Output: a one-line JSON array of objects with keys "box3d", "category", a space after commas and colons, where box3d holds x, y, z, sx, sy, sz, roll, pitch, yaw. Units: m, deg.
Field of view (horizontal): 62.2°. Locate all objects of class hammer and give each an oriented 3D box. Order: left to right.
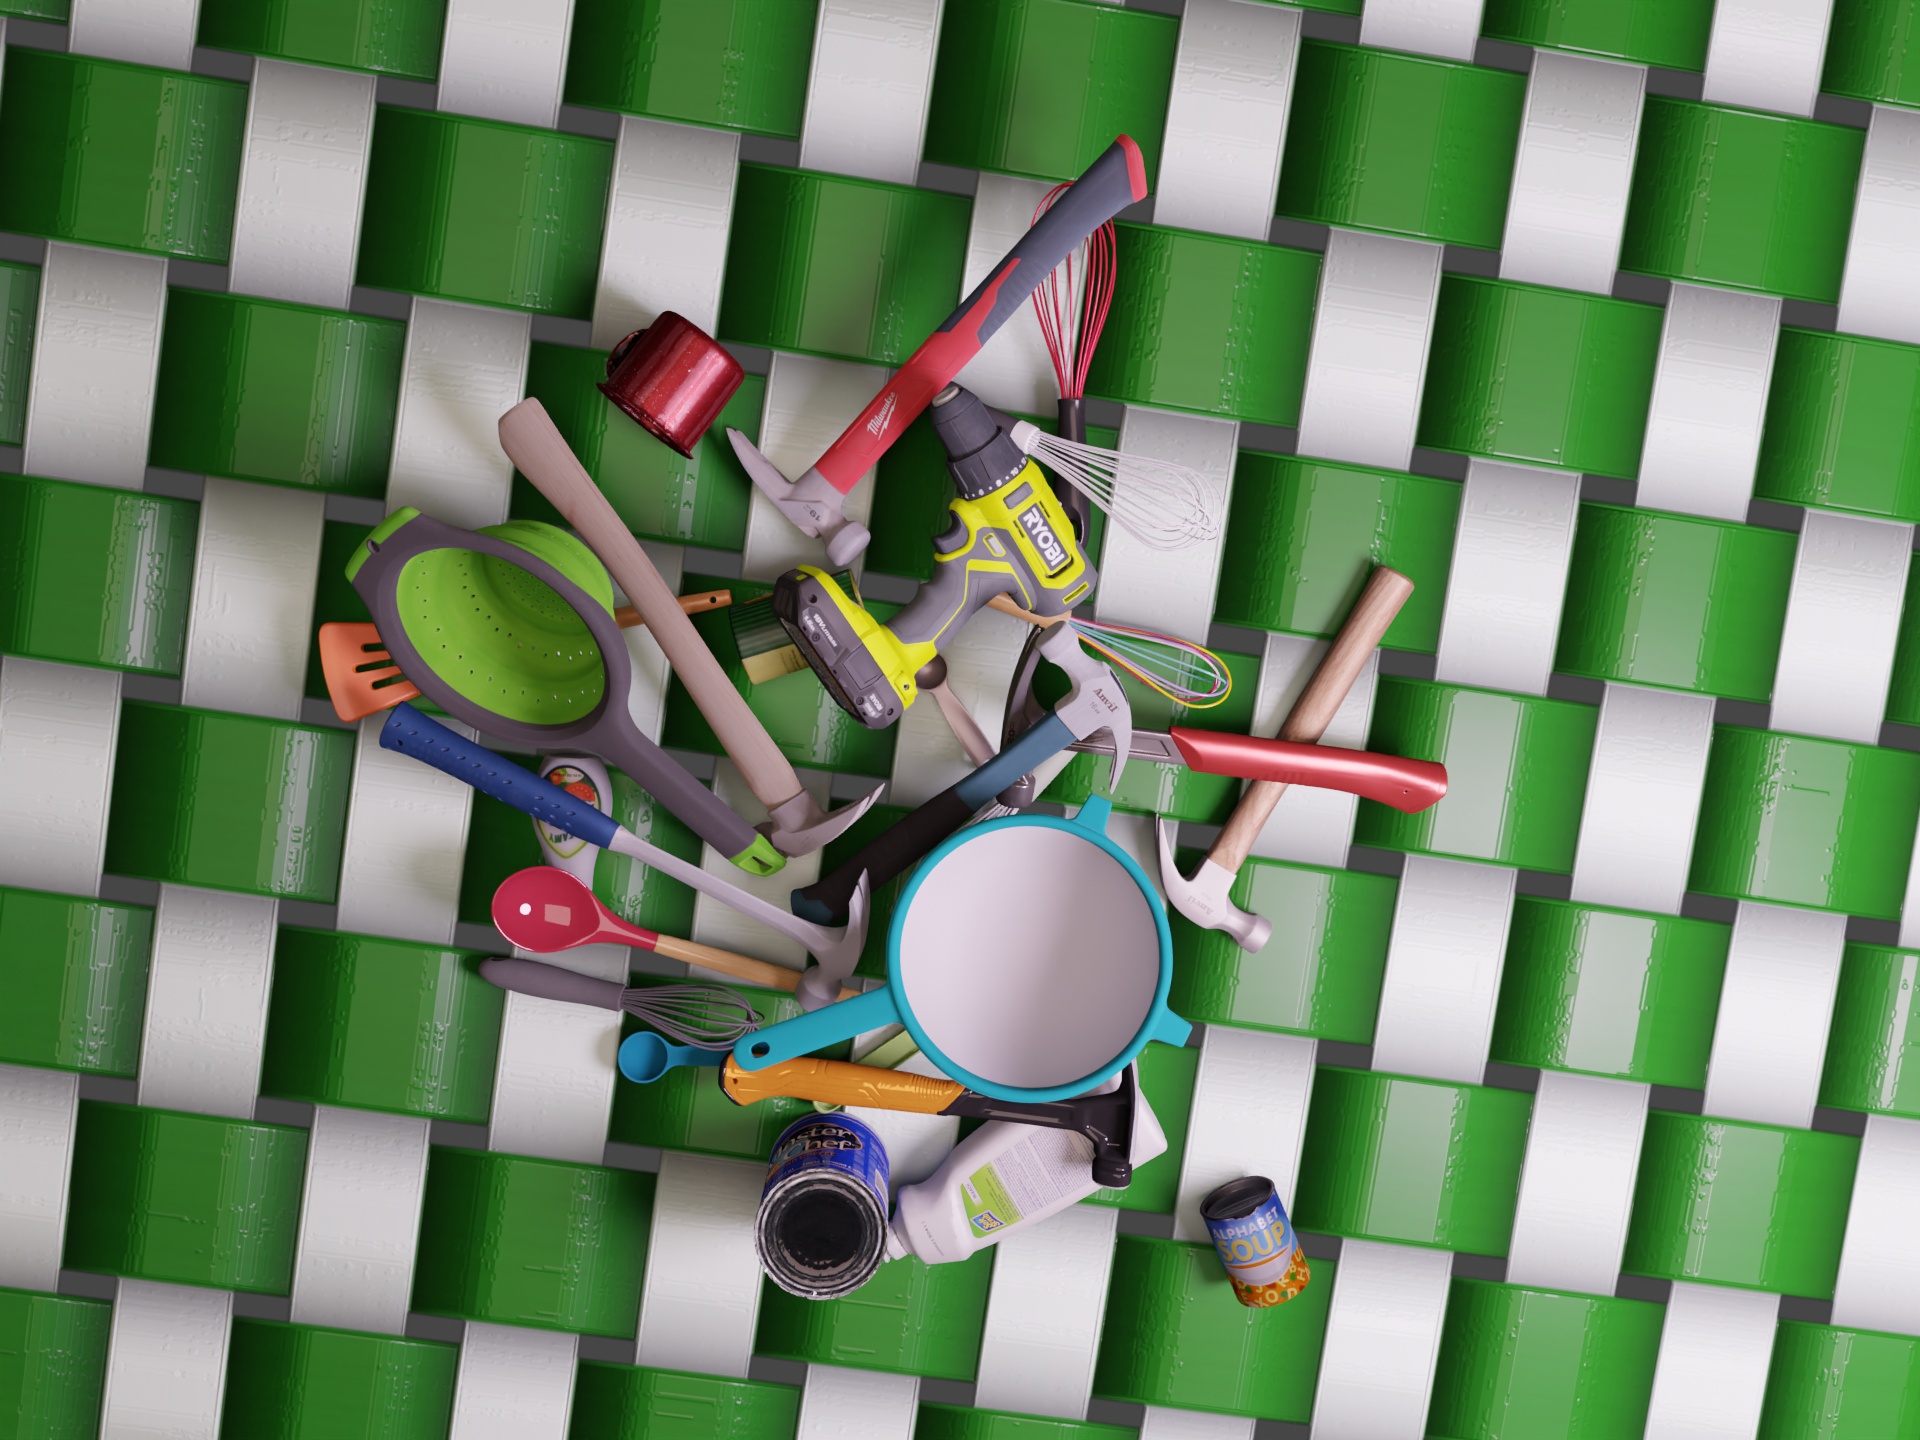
[{"box3d": [-0.256, 0.091, 1.230, 0.405, 0.035, 0.144, 27, 129, -3], "category": "hammer"}, {"box3d": [-0.218, -0.074, 1.233, 0.146, 0.038, 0.410, -28, 99, 41], "category": "hammer"}, {"box3d": [-0.027, 0.290, 1.262, 0.337, 0.034, 0.127, 5, 102, 8], "category": "hammer"}, {"box3d": [-0.012, -0.305, 1.228, 0.143, 0.038, 0.386, 46, 103, 6], "category": "hammer"}, {"box3d": [-0.007, 0.066, 1.232, 0.331, 0.033, 0.128, -37, 107, 18], "category": "hammer"}, {"box3d": [0.212, 0.018, 1.255, 0.359, 0.037, 0.149, 7, 115, -7], "category": "hammer"}, {"box3d": [0.271, 0.020, 1.309, 0.130, 0.031, 0.331, 30, 92, -4], "category": "hammer"}]

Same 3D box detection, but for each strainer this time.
[{"box3d": [-0.012, 0.250, 1.295, 0.256, 0.069, 0.151, -33, 94, -1], "category": "strainer"}, {"box3d": [-0.006, 0.198, 1.214, 0.340, 0.095, 0.211, -20, 84, 6], "category": "strainer"}]

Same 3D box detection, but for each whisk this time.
[{"box3d": [-0.277, 0.225, 1.299, 0.239, 0.055, 0.055, 12, 93, 2], "category": "whisk"}, {"box3d": [0.043, 0.064, 1.300, 0.246, 0.059, 0.057, -47, 131, -2], "category": "whisk"}, {"box3d": [0.077, -0.207, 1.241, 0.285, 0.070, 0.070, 30, 93, 20], "category": "whisk"}, {"box3d": [0.089, -0.277, 1.272, 0.073, 0.073, 0.295, -1, 100, -2], "category": "whisk"}, {"box3d": [0.106, -0.069, 1.293, 0.245, 0.051, 0.047, 21, 99, 0], "category": "whisk"}]

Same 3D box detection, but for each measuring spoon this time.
[{"box3d": [-0.218, 0.276, 1.320, 0.128, 0.021, 0.042, 0, 87, -11], "category": "measuring spoon"}, {"box3d": [-0.002, -0.004, 1.303, 0.034, 0.018, 0.124, -32, 93, 6], "category": "measuring spoon"}]

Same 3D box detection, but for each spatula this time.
[{"box3d": [-0.344, -0.068, 1.277, 0.322, 0.041, 0.081, -11, 93, -2], "category": "spatula"}]

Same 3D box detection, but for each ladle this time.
[{"box3d": [-0.220, 0.185, 1.281, 0.315, 0.031, 0.069, 19, 91, -15], "category": "ladle"}]

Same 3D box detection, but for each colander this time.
[{"box3d": [-0.274, -0.030, 1.226, 0.396, 0.095, 0.204, 43, 132, -19], "category": "colander"}]

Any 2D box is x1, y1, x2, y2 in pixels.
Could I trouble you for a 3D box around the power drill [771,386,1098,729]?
[{"box3d": [-0.026, -0.121, 1.207, 0.228, 0.080, 0.190, -38, 113, -11], "category": "power drill"}]
